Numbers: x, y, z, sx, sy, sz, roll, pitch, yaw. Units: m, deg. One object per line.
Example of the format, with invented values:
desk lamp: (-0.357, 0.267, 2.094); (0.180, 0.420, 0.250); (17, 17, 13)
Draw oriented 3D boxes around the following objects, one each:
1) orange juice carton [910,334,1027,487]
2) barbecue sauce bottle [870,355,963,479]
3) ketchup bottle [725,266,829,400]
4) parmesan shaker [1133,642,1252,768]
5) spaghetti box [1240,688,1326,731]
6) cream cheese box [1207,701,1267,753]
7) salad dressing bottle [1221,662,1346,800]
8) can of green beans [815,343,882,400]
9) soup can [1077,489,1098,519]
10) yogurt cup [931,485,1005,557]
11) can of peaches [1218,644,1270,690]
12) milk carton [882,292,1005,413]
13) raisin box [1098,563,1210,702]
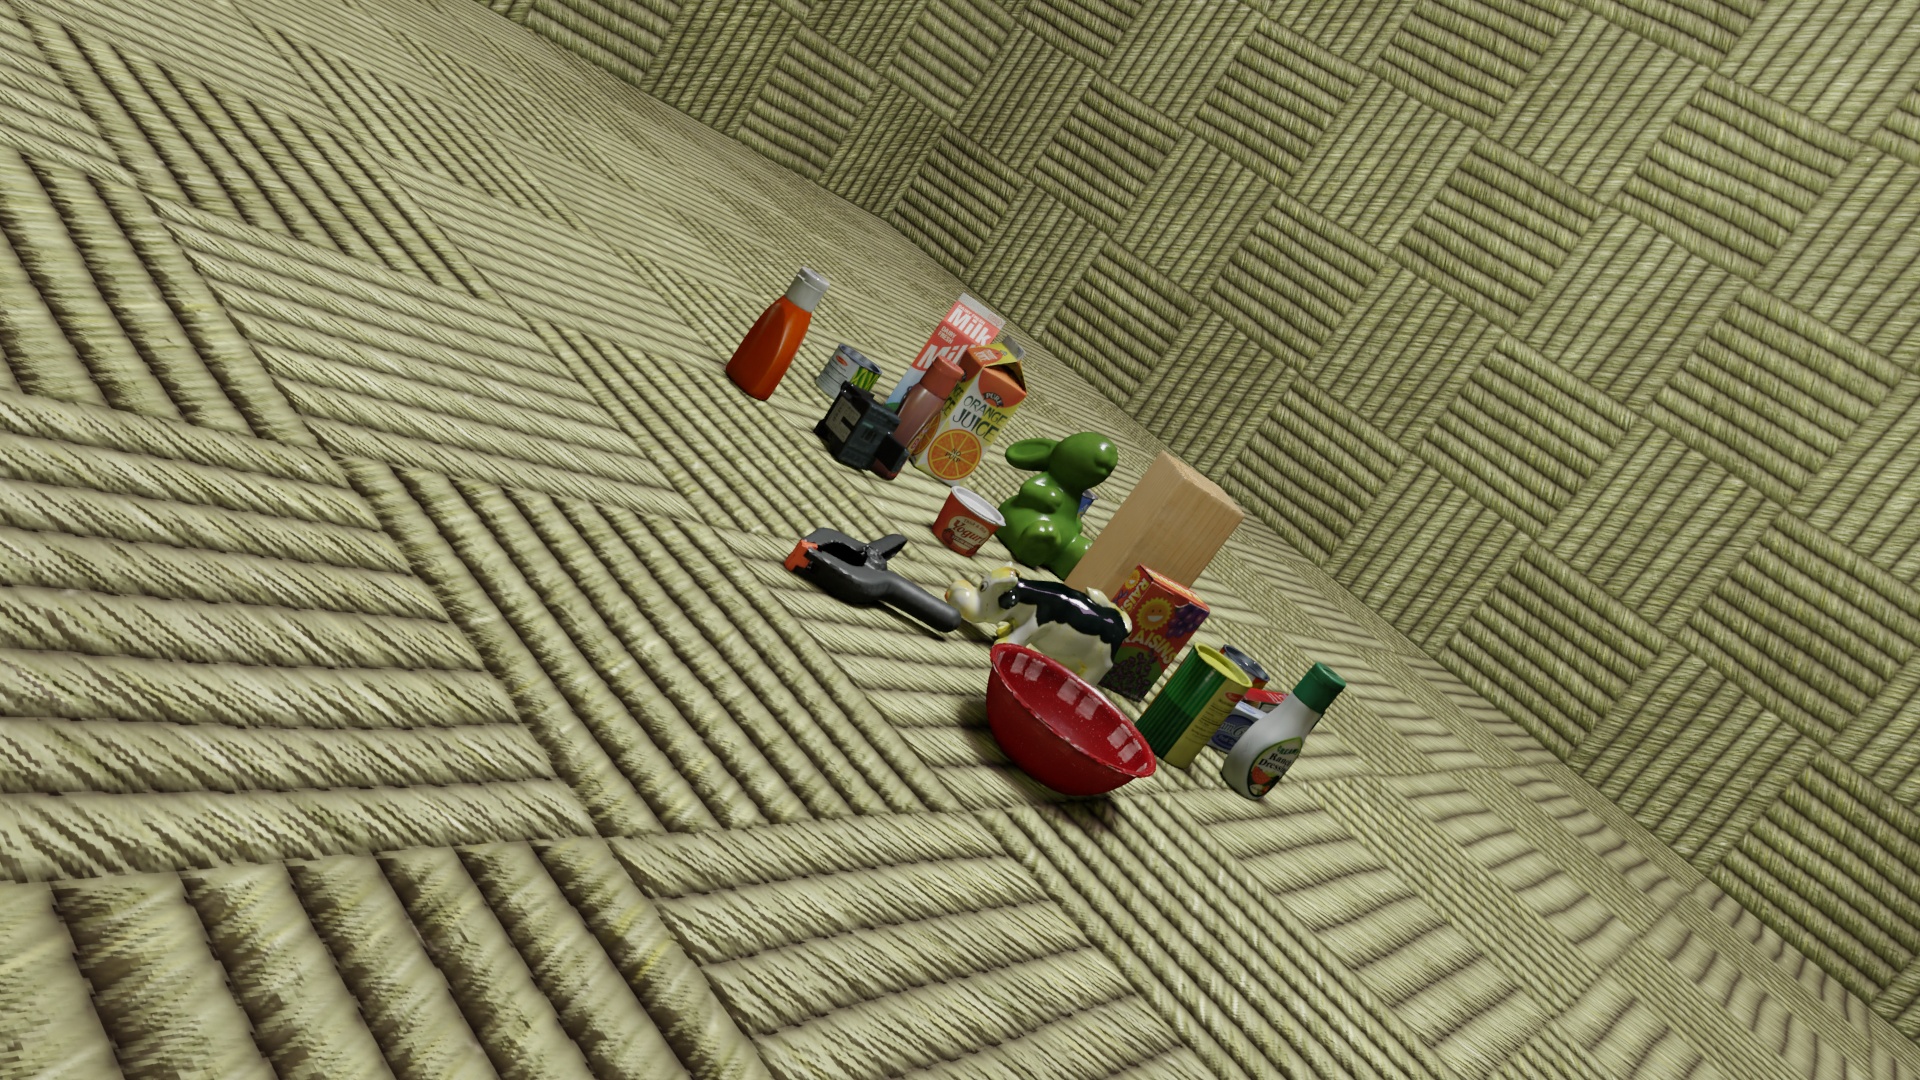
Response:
orange juice carton: (0.015, -0.166, 1.719); (0.073, 0.192, 0.072); (28, 15, -27)
barbecue sauce bottle: (-0.052, -0.140, 1.572); (0.043, 0.148, 0.065); (35, 14, -2)
ketchup bottle: (-0.199, -0.231, 1.531); (0.065, 0.148, 0.043); (44, 16, 33)
parmesan shaker: (0.218, 0.157, 1.320); (0.071, 0.103, 0.071); (33, 14, -9)
spaghetti box: (0.352, 0.200, 1.592); (0.029, 0.050, 0.250); (44, 17, 33)
cream cheese box: (0.280, 0.192, 1.446); (0.104, 0.053, 0.024); (26, 16, -32)
salad dressing bottle: (0.318, 0.186, 1.361); (0.064, 0.147, 0.044); (25, 17, -35)
can of green beans: (-0.143, -0.208, 1.772); (0.071, 0.057, 0.071); (33, 14, -9)
soup can: (0.125, -0.038, 1.779); (0.071, 0.083, 0.071); (33, 14, -9)
yogurt cup: (0.005, -0.019, 1.504); (0.072, 0.054, 0.072); (33, 14, -9)
can of peaches: (0.316, 0.164, 1.613); (0.071, 0.058, 0.071); (33, 14, -9)
milk carton: (-0.022, -0.235, 1.863); (0.072, 0.190, 0.073); (35, 14, -3)
raisin box: (0.180, 0.094, 1.395); (0.086, 0.123, 0.040); (27, 16, -30)
